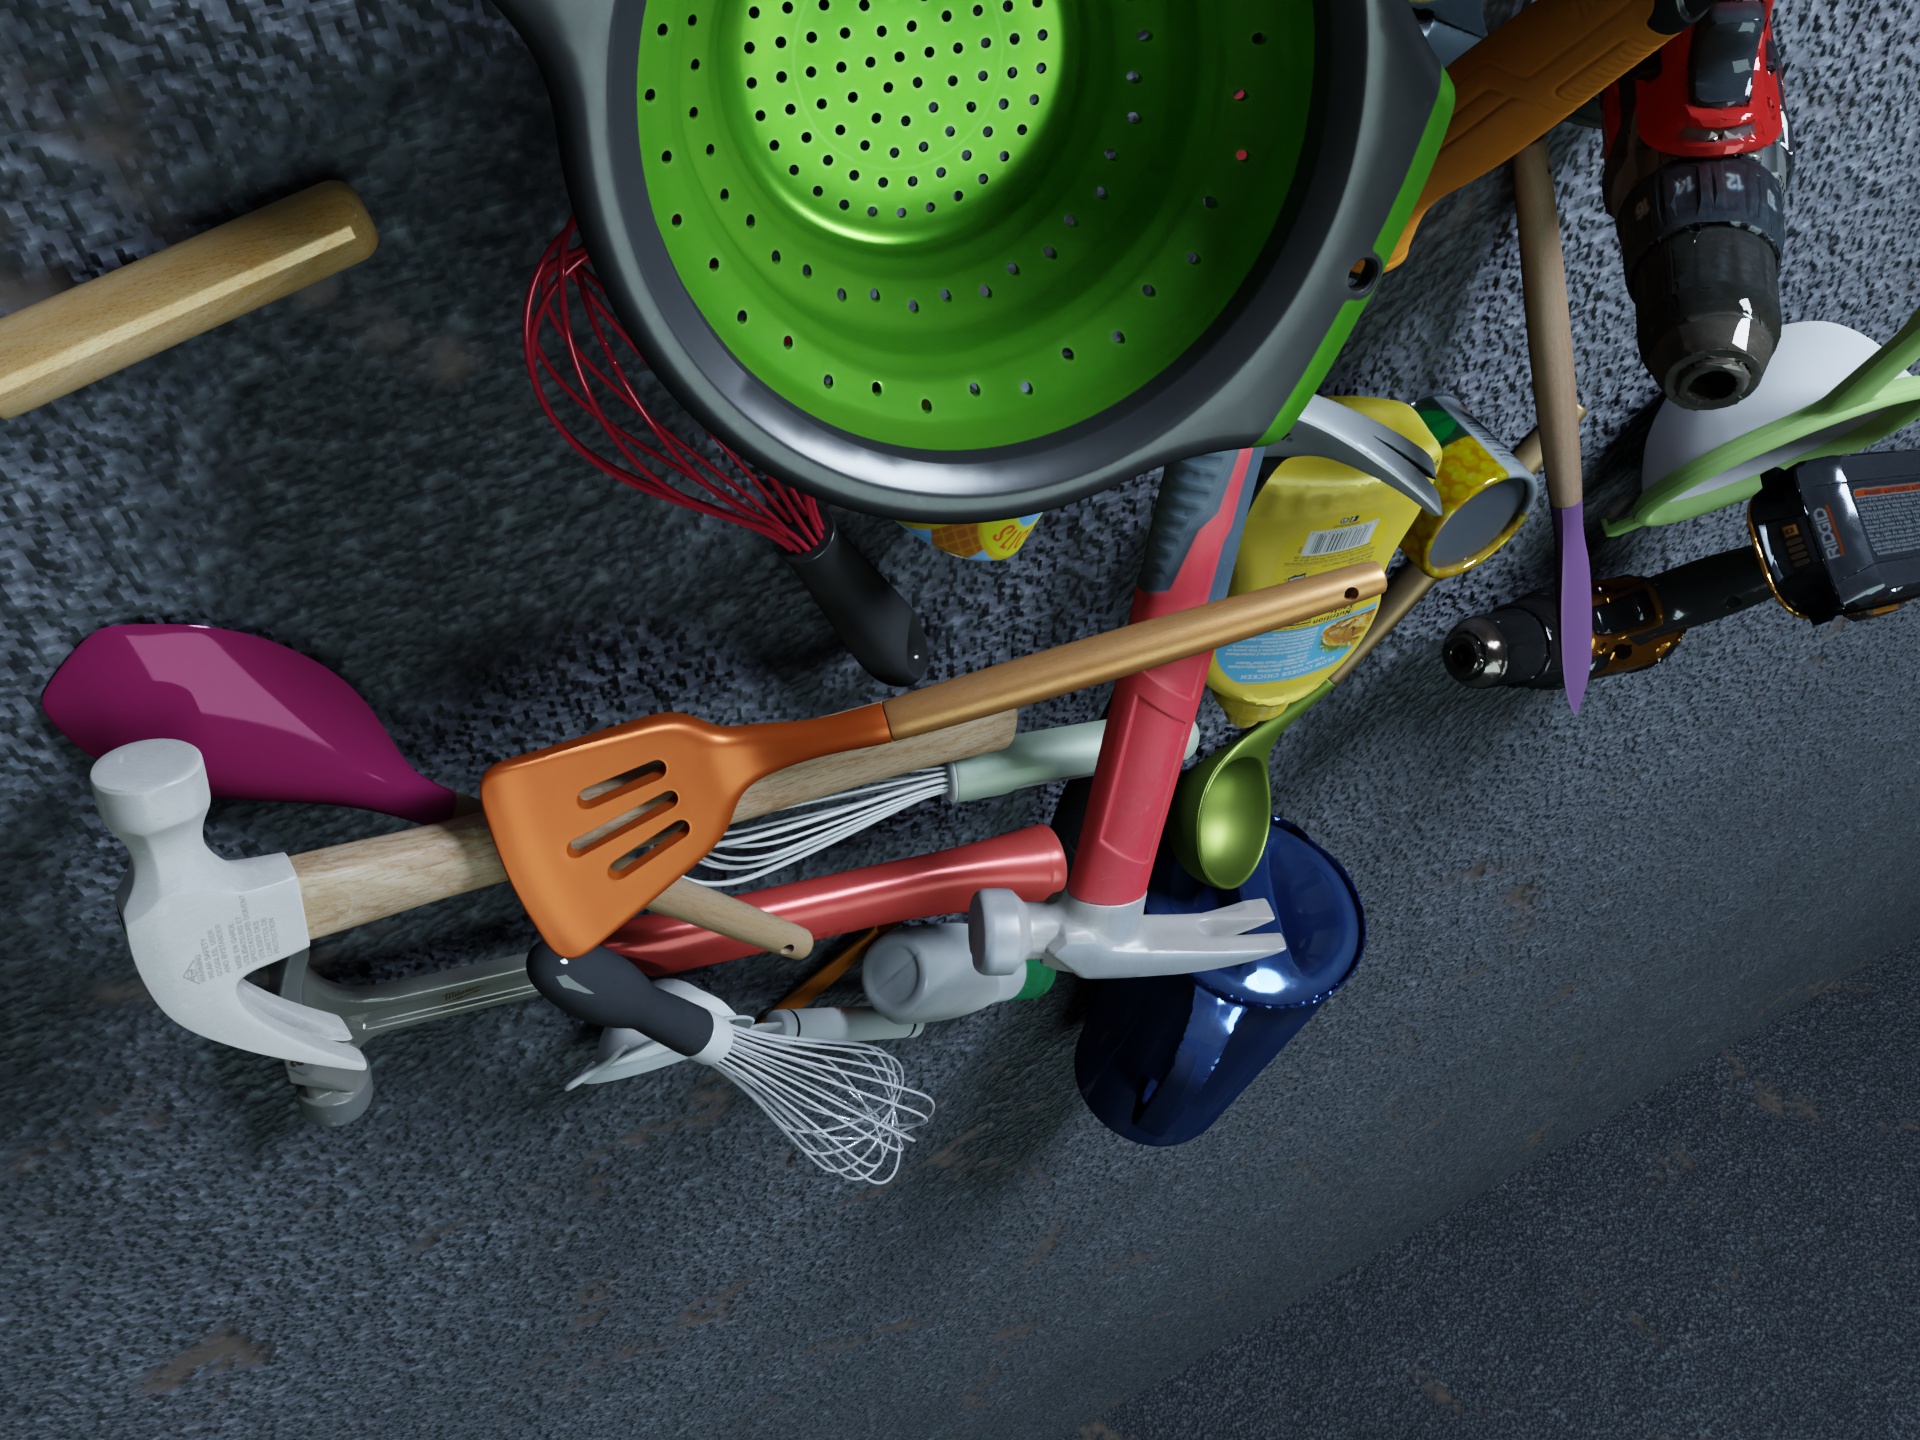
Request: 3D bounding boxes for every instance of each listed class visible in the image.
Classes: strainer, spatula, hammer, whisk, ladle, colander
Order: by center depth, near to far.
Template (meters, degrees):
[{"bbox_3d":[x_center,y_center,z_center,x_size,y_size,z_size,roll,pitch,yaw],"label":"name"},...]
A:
[{"bbox_3d":[-0.073,-0.177,0.365,0.396,0.095,0.204,13,114,-28],"label":"colander"},{"bbox_3d":[-0.255,-0.072,0.376,0.245,0.051,0.047,-29,143,-13],"label":"whisk"},{"bbox_3d":[0.177,-0.202,0.433,0.034,0.127,0.337,-33,-176,-15],"label":"hammer"},{"bbox_3d":[-0.060,-0.073,0.537,0.073,0.073,0.295,-35,154,2],"label":"whisk"},{"bbox_3d":[-0.001,-0.002,0.558,0.322,0.041,0.081,-17,119,-3],"label":"spatula"},{"bbox_3d":[-0.121,0.035,0.579,0.331,0.031,0.130,-15,125,-29],"label":"hammer"},{"bbox_3d":[0.097,-0.044,0.602,0.143,0.038,0.386,-1,129,-12],"label":"hammer"},{"bbox_3d":[-0.012,0.026,0.681,0.246,0.058,0.059,-9,101,-13],"label":"whisk"},{"bbox_3d":[-0.112,0.089,0.707,0.359,0.037,0.149,-10,142,-25],"label":"hammer"},{"bbox_3d":[0.273,-0.119,0.724,0.060,0.018,0.315,-60,142,-34],"label":"spatula"},{"bbox_3d":[-0.097,0.153,0.724,0.070,0.070,0.284,-38,141,7],"label":"whisk"},{"bbox_3d":[0.084,-0.003,0.745,0.149,0.036,0.408,9,144,-5],"label":"hammer"},{"bbox_3d":[0.409,-0.171,0.772,0.151,0.069,0.256,-20,168,1],"label":"strainer"},{"bbox_3d":[-0.100,0.158,0.822,0.087,0.050,0.258,-32,154,34],"label":"strainer"},{"bbox_3d":[0.222,-0.035,0.848,0.078,0.062,0.320,12,124,-50],"label":"ladle"}]

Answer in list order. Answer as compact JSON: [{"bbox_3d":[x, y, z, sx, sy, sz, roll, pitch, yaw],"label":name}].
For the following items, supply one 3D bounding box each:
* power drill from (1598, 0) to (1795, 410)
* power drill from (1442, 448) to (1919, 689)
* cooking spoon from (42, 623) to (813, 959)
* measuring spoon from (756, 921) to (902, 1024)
[{"bbox_3d":[0.242,-0.228,0.490,0.080,0.188,0.226,3,150,15],"label":"power drill"},{"bbox_3d":[0.393,-0.070,0.870,0.185,0.084,0.226,-10,171,-35],"label":"power drill"},{"bbox_3d":[-0.168,0.041,0.584,0.068,0.017,0.318,-44,136,16],"label":"cooking spoon"},{"bbox_3d":[-0.073,0.133,0.856,0.117,0.011,0.021,-42,151,20],"label":"measuring spoon"}]
